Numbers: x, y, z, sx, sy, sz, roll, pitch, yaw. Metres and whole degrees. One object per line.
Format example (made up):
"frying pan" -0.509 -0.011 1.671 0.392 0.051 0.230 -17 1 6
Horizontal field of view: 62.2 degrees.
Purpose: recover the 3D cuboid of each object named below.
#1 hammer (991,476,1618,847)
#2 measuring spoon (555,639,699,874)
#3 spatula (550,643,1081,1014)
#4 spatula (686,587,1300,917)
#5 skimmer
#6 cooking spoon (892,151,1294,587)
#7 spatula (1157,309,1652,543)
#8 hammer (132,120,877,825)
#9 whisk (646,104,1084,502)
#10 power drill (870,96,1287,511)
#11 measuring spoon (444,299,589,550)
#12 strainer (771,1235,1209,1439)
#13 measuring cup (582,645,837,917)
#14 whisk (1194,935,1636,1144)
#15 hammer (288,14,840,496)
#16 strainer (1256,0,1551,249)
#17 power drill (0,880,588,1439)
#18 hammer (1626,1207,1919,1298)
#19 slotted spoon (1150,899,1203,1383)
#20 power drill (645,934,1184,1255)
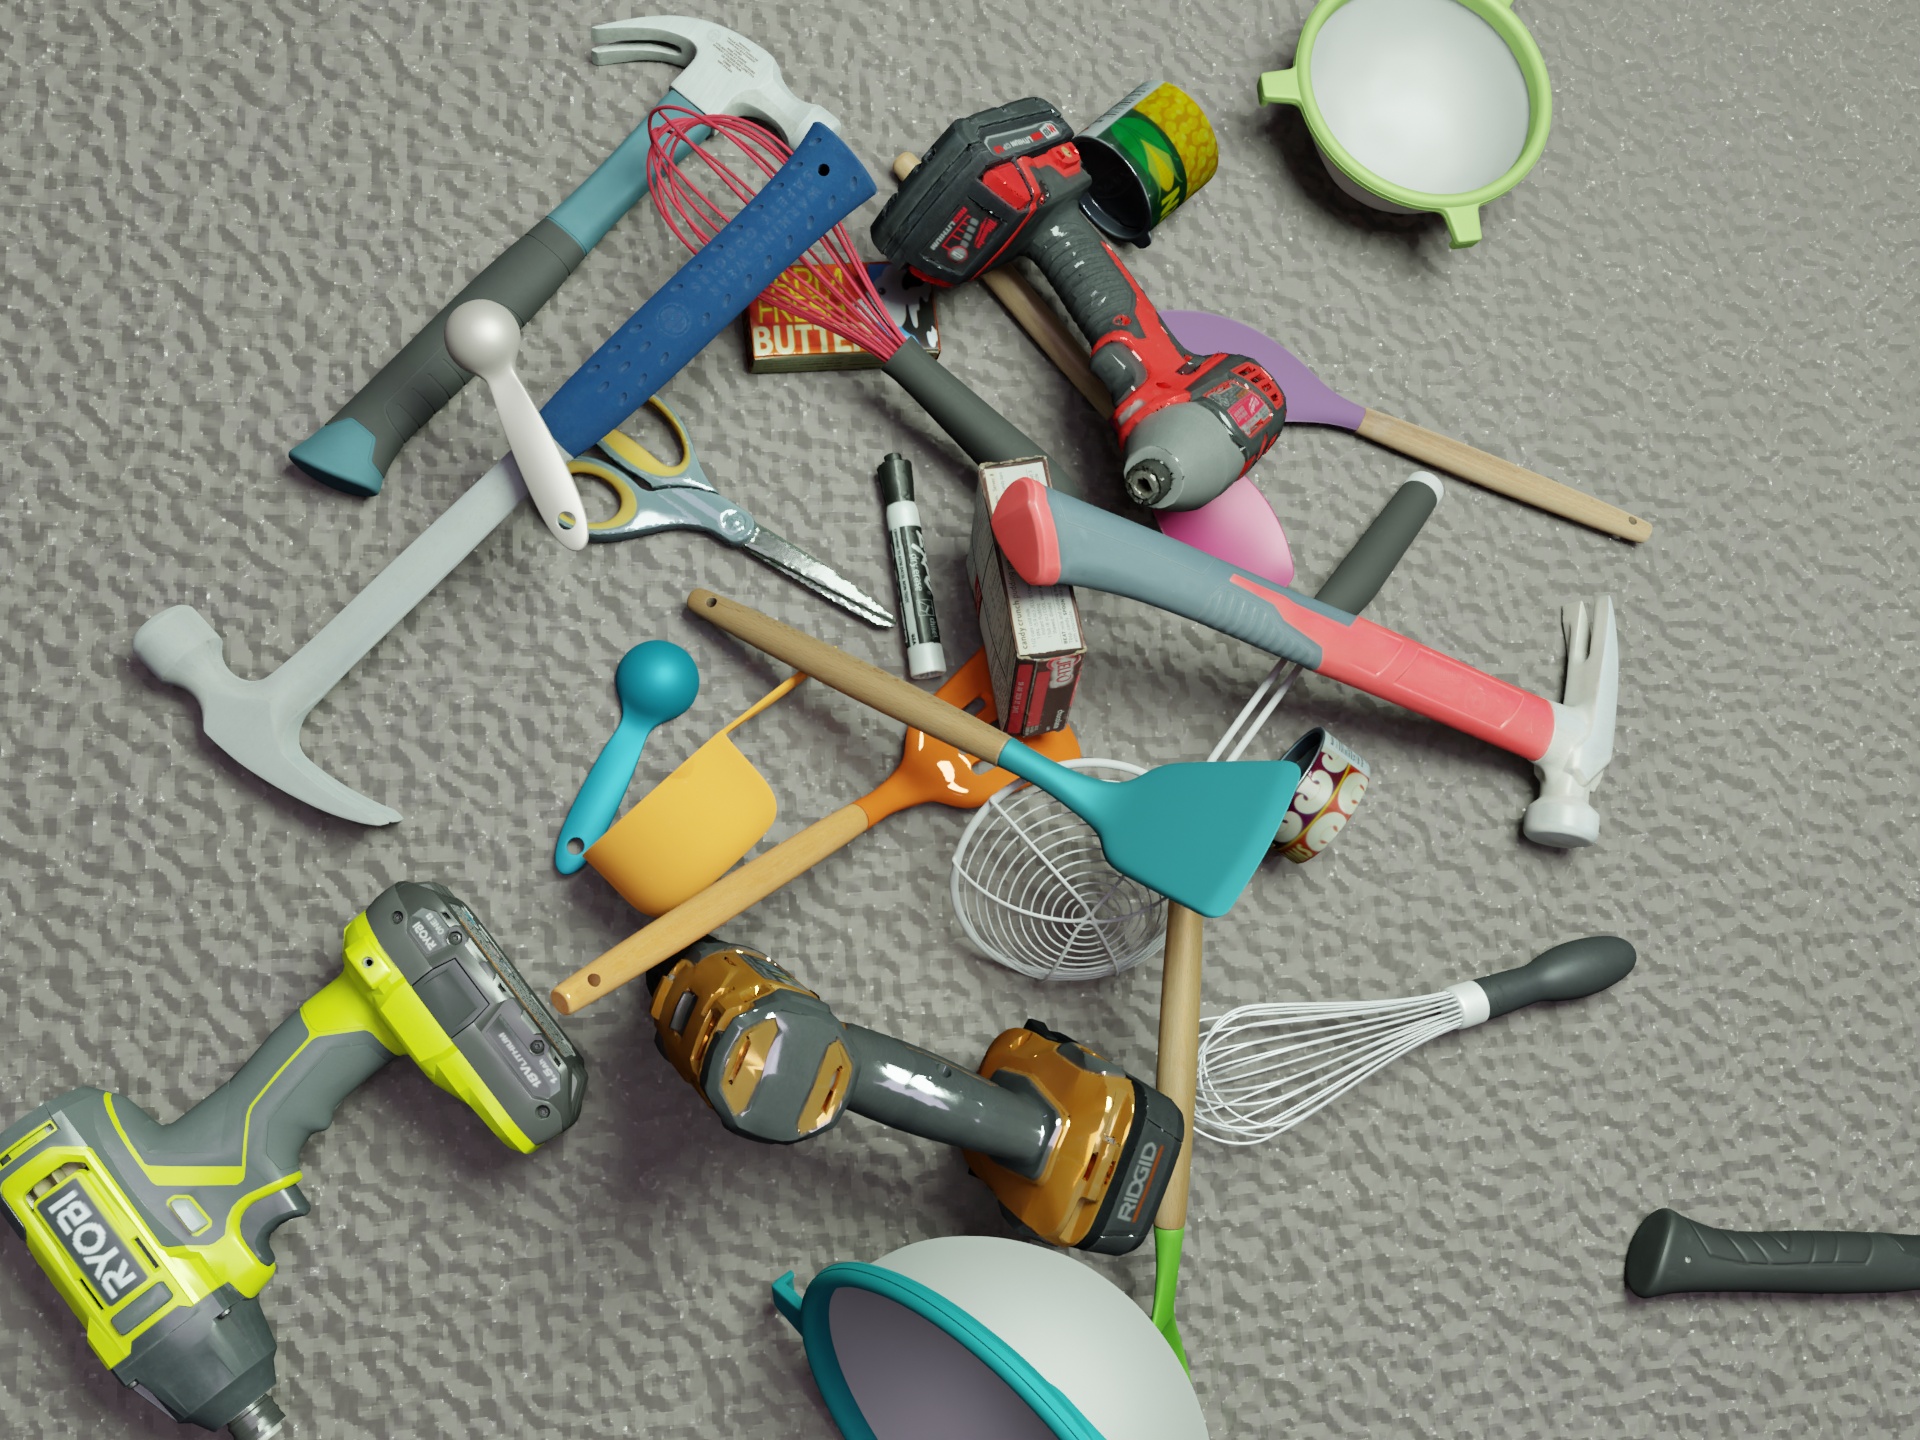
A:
"hammer" 0.189 -0.054 0.801 0.386 0.038 0.143 19 73 -26
"measuring spoon" -0.168 0.017 0.786 0.042 0.021 0.129 25 74 -5
"spatula" -0.059 0.051 0.740 0.322 0.041 0.081 -31 85 -47
"spatula" -0.001 -0.002 0.748 0.318 0.044 0.082 25 69 18
"skimmer" 0.137 -0.012 0.841 0.363 0.090 0.127 -49 119 -26
"cooking spoon" 0.070 -0.189 0.875 0.069 0.017 0.319 -40 89 -23
"spatula" 0.250 -0.164 0.904 0.316 0.018 0.060 21 66 -6
"hammer" -0.195 -0.121 0.751 0.405 0.035 0.144 -44 91 1
"whisk" -0.047 -0.201 0.809 0.295 0.073 0.073 42 75 -9
"power drill" 0.066 -0.201 0.806 0.219 0.078 0.143 48 40 -2
"measuring spoon" -0.200 -0.134 0.723 0.034 0.018 0.124 -25 92 0
"strainer" 0.067 0.278 0.642 0.095 0.340 0.211 -34 92 -37
"measuring cup" -0.104 0.028 0.776 0.052 0.095 0.174 50 56 -4
"whisk" 0.234 0.157 0.821 0.284 0.070 0.070 -12 82 -17
"hammer" -0.213 -0.240 0.823 0.128 0.033 0.331 40 75 -2
"strainer" 0.285 -0.389 0.929 0.151 0.069 0.256 37 74 0
"power drill" -0.286 0.192 0.705 0.223 0.080 0.171 -37 87 -11
"hammer" 0.516 0.298 0.856 0.334 0.035 0.146 4 78 -10
"slotted spoon" 0.100 0.212 0.751 0.031 0.070 0.314 4 95 25
"power drill" -0.035 0.158 0.726 0.226 0.185 0.084 23 86 -23
